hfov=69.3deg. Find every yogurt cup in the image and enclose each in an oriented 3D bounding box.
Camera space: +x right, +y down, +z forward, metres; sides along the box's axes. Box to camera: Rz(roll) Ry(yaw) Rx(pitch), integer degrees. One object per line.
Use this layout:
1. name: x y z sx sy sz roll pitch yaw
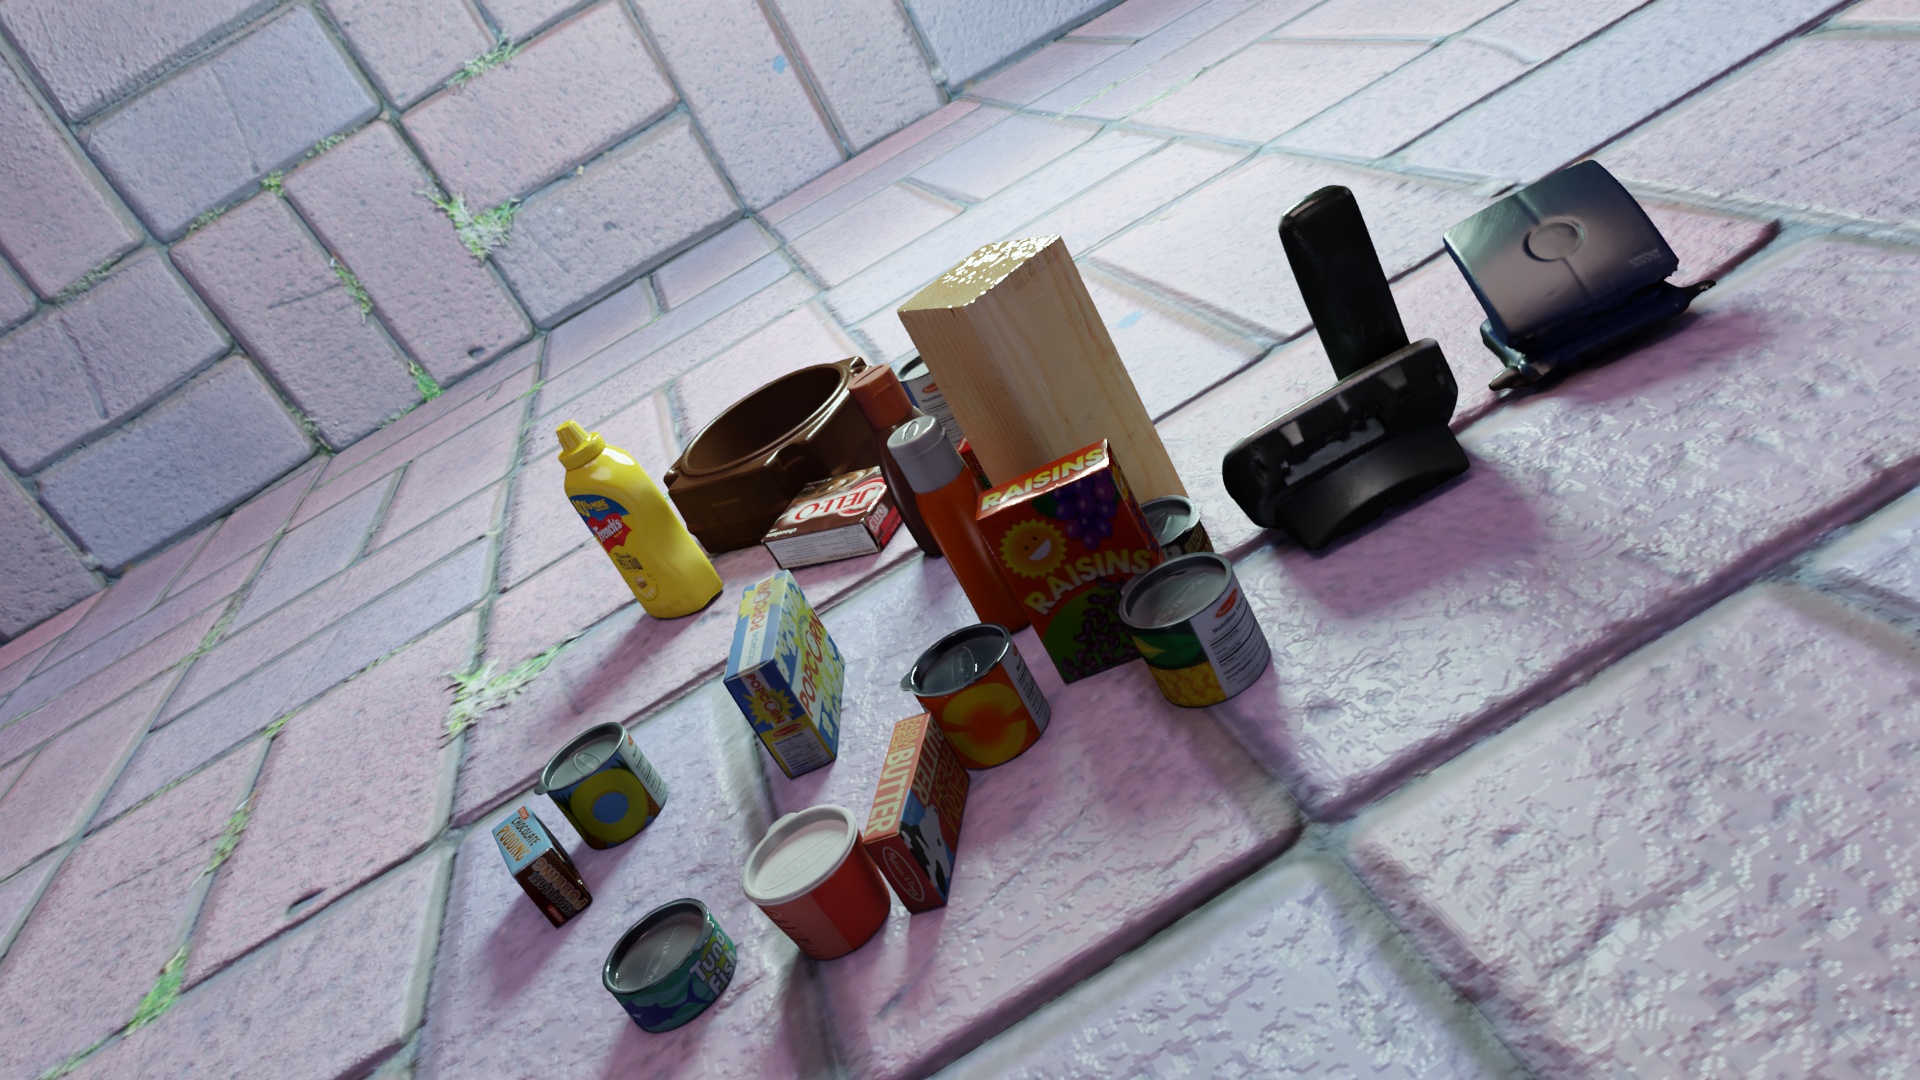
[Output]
1. yogurt cup: -0.073 0.181 0.729 0.072 0.053 0.073 -24 24 12

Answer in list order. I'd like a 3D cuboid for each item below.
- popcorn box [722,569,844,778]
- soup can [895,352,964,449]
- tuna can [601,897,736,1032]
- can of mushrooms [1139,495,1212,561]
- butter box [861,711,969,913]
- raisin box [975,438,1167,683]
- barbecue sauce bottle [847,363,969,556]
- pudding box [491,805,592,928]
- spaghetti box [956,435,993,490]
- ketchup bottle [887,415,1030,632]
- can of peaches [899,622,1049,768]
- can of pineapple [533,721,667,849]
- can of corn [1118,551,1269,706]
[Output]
1. popcorn box: -0.115 0.086 0.926 0.038 0.085 0.127 -25 24 10
2. soup can: -0.010 -0.126 1.231 0.071 0.083 0.071 -24 24 12
3. tuna can: -0.155 0.229 0.752 0.071 0.032 0.071 -24 24 12
4. can of mushrooms: 0.127 0.003 0.884 0.071 0.033 0.071 -24 24 12
5. butter box: -0.022 0.144 0.747 0.024 0.053 0.104 -21 25 20
6. raisin box: 0.073 0.013 0.813 0.086 0.123 0.040 -23 24 16
7. barbecue sauce bottle: -0.034 -0.063 1.053 0.065 0.148 0.044 -37 24 -16
8. pudding box: -0.272 0.210 0.901 0.030 0.049 0.084 -37 25 -17
9. spaghetti box: 0.050 -0.120 1.193 0.028 0.050 0.251 -16 27 28
10. ketchup bottle: 0.003 -0.011 0.909 0.043 0.148 0.065 -22 25 18
11. can of peaches: 0.009 0.091 0.810 0.071 0.058 0.071 -24 24 12
12. can of pineapple: -0.243 0.167 0.942 0.071 0.057 0.071 -24 24 12
13. can of corn: 0.127 0.049 0.763 0.071 0.058 0.071 -24 24 12
